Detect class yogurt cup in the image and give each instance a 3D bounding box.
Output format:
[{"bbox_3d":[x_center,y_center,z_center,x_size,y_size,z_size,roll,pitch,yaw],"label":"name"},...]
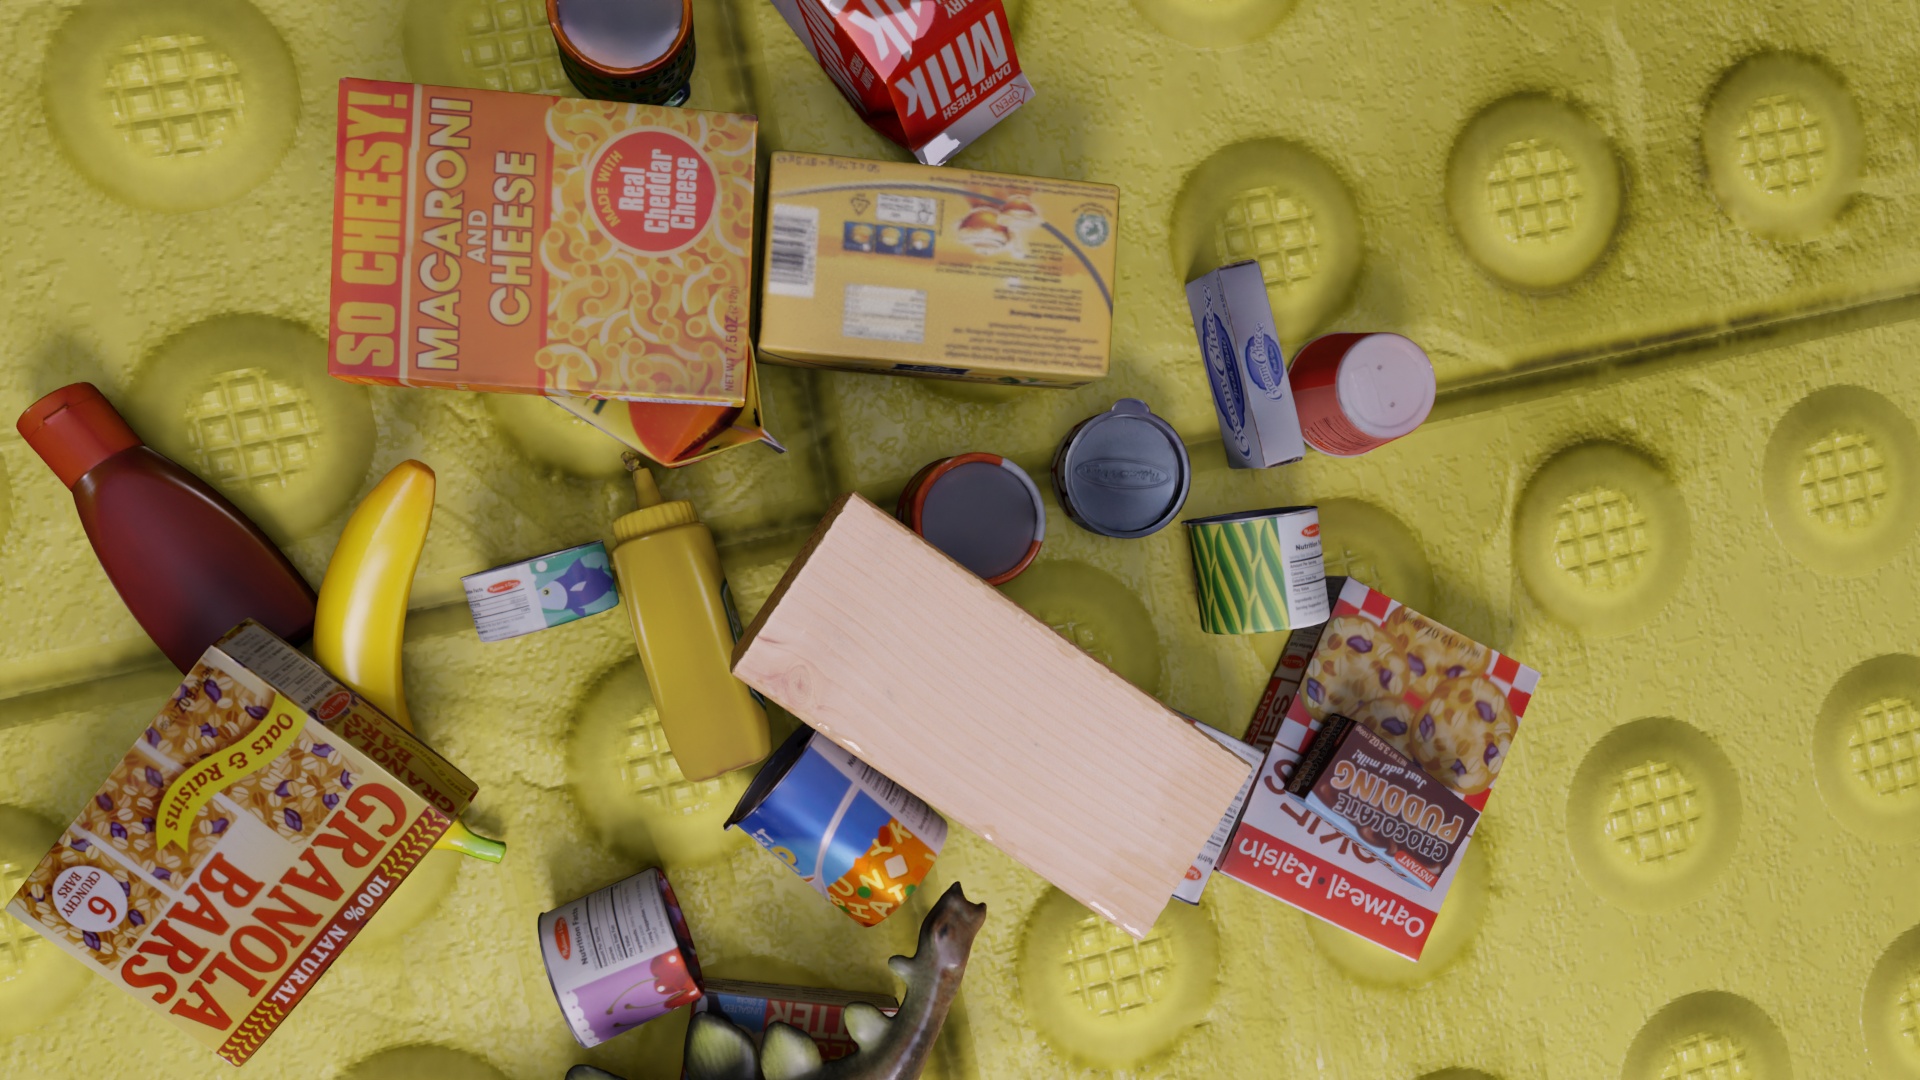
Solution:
[{"bbox_3d":[0.211,-0.078,0.725,0.072,0.054,0.072,0,90,-9],"label":"yogurt cup"}]

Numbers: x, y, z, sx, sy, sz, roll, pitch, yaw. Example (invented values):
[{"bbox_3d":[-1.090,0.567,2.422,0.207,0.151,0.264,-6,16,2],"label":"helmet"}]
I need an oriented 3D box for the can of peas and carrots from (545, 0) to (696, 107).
[{"bbox_3d":[-0.157,-0.241,0.656,0.071,0.058,0.071,0,91,-10],"label":"can of peas and carrots"}]

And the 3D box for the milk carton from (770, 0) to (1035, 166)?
[{"bbox_3d":[-0.047,-0.273,0.668,0.072,0.073,0.190,-39,97,-8],"label":"milk carton"}]

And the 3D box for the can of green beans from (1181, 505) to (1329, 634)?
[{"bbox_3d":[0.152,0.015,0.709,0.071,0.071,0.057,-8,93,-10],"label":"can of green beans"}]

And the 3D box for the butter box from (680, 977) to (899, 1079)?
[{"bbox_3d":[-0.084,0.249,0.687,0.103,0.024,0.053,9,89,-10],"label":"butter box"}]

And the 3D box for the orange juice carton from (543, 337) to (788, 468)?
[{"bbox_3d":[-0.164,-0.091,0.648,0.192,0.072,0.073,31,86,-9],"label":"orange juice carton"}]

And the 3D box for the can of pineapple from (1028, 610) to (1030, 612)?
[{"bbox_3d":[0.015,0.067,0.688,0.071,0.058,0.071,0,91,-11],"label":"can of pineapple"}]

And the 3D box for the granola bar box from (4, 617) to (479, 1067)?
[{"bbox_3d":[-0.314,0.134,0.612,0.124,0.039,0.165,40,103,-10],"label":"granola bar box"}]

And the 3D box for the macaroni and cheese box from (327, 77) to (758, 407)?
[{"bbox_3d":[-0.173,-0.123,0.589,0.167,0.040,0.123,3,90,-10],"label":"macaroni and cheese box"}]

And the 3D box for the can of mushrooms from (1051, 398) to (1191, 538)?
[{"bbox_3d":[0.082,-0.036,0.713,0.071,0.033,0.071,0,90,-10],"label":"can of mushrooms"}]

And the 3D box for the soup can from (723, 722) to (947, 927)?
[{"bbox_3d":[-0.060,0.137,0.671,0.084,0.071,0.071,42,84,-8],"label":"soup can"}]

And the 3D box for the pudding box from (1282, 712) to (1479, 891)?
[{"bbox_3d":[0.210,0.131,0.696,0.083,0.030,0.050,37,84,-8],"label":"pudding box"}]

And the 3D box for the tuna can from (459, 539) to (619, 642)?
[{"bbox_3d":[-0.193,0.023,0.648,0.071,0.071,0.033,-16,94,-10],"label":"tuna can"}]

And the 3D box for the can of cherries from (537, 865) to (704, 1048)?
[{"bbox_3d":[-0.158,0.196,0.655,0.058,0.071,0.071,-22,94,-10],"label":"can of cherries"}]

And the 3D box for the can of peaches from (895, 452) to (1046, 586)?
[{"bbox_3d":[0.002,-0.009,0.686,0.071,0.058,0.071,0,90,-11],"label":"can of peaches"}]

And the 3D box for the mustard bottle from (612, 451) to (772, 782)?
[{"bbox_3d":[-0.132,0.032,0.660,0.049,0.065,0.160,-17,89,-7],"label":"mustard bottle"}]

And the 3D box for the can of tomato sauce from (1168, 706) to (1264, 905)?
[{"bbox_3d":[0.106,0.131,0.702,0.071,0.071,0.083,26,85,-9],"label":"can of tomato sauce"}]

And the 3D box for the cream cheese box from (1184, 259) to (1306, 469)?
[{"bbox_3d":[0.146,-0.088,0.714,0.024,0.053,0.103,-15,93,-8],"label":"cream cheese box"}]

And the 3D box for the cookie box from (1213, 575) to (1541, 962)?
[{"bbox_3d":[0.214,0.119,0.734,0.123,0.040,0.167,26,85,-9],"label":"cookie box"}]

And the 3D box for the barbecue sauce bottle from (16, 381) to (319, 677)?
[{"bbox_3d":[-0.359,-0.003,0.627,0.065,0.043,0.148,-40,96,-17],"label":"barbecue sauce bottle"}]
